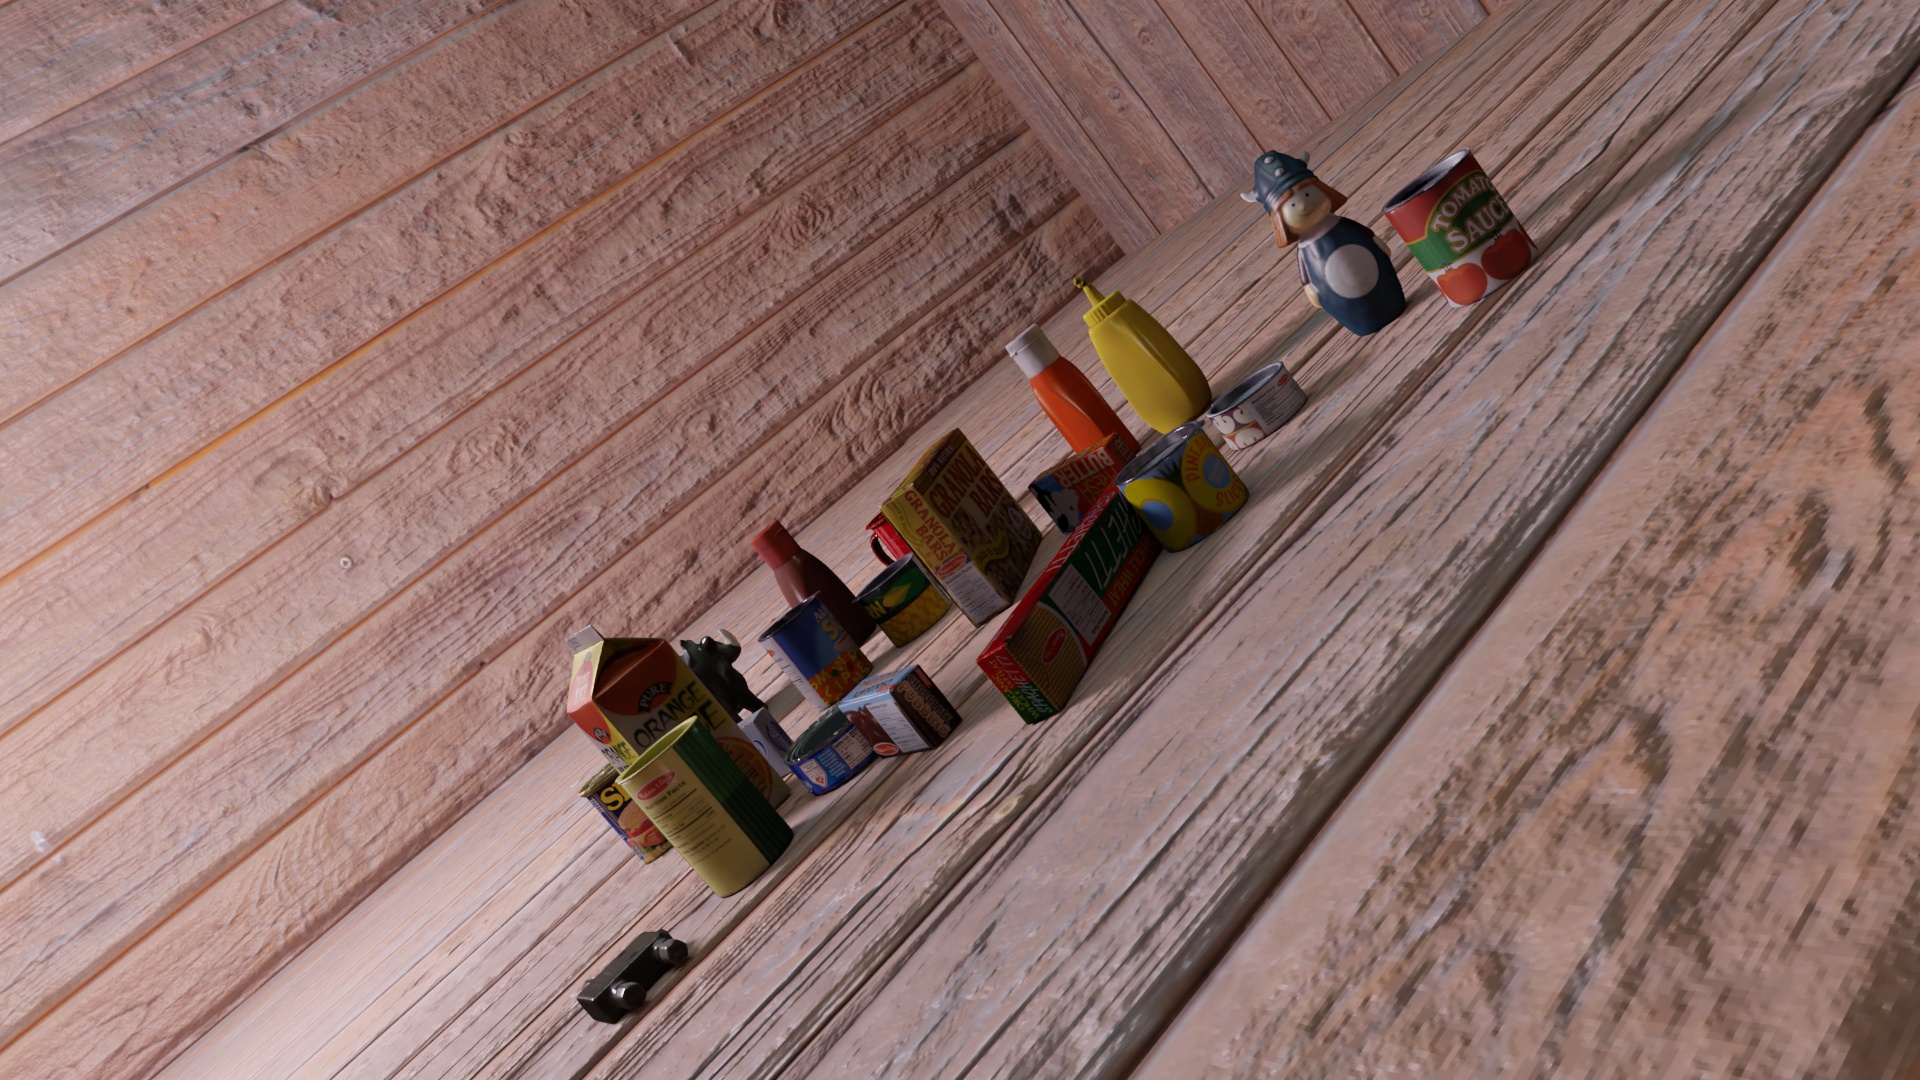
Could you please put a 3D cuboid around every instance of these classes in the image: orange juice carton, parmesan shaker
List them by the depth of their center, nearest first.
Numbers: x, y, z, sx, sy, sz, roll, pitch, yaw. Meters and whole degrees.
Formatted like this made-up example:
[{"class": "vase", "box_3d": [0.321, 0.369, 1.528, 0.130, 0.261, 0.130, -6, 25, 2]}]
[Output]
[{"class": "parmesan shaker", "box_3d": [-0.170, 0.178, 0.921, 0.071, 0.103, 0.071, -38, 8, 6]}, {"class": "orange juice carton", "box_3d": [-0.221, 0.141, 1.029, 0.073, 0.192, 0.071, -43, 9, -31]}]

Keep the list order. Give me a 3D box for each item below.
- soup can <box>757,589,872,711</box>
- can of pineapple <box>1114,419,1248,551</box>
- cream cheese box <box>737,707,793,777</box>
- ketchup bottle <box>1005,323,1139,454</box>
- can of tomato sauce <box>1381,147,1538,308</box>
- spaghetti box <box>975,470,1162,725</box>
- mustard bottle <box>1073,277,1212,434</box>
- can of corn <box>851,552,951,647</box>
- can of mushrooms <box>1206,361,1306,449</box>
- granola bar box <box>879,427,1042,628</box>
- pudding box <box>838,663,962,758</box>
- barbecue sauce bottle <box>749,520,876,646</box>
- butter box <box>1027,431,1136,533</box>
[{"class": "soup can", "box_3d": [-0.126, 0.098, 1.235, 0.071, 0.083, 0.071, -38, 8, 6]}, {"class": "can of pineapple", "box_3d": [0.143, -0.035, 0.890, 0.071, 0.058, 0.071, -38, 8, 6]}, {"class": "cream cheese box", "box_3d": [-0.179, 0.180, 1.124, 0.103, 0.053, 0.024, -33, 9, 31]}, {"class": "ketchup bottle", "box_3d": [0.100, -0.129, 1.274, 0.044, 0.148, 0.064, -42, 8, -23]}, {"class": "can of tomato sauce", "box_3d": [0.332, -0.206, 0.920, 0.071, 0.083, 0.071, -38, 8, 6]}, {"class": "spaghetti box", "box_3d": [0.082, 0.023, 0.865, 0.028, 0.050, 0.251, -33, 10, 37]}, {"class": "mustard bottle", "box_3d": [0.154, -0.171, 1.224, 0.065, 0.160, 0.049, -31, 11, 44]}, {"class": "can of corn", "box_3d": [-0.052, 0.055, 1.241, 0.071, 0.058, 0.071, -38, 8, 6]}, {"class": "can of mushrooms", "box_3d": [0.214, -0.097, 1.009, 0.071, 0.033, 0.071, -37, 8, 6]}, {"class": "granola bar box", "box_3d": [0.004, -0.014, 1.145, 0.039, 0.124, 0.166, -35, 9, 21]}, {"class": "pudding box", "box_3d": [-0.041, 0.112, 0.908, 0.030, 0.049, 0.083, -43, 9, -30]}, {"class": "barbecue sauce bottle", "box_3d": [-0.150, 0.047, 1.387, 0.043, 0.148, 0.065, -32, 10, 39]}, {"class": "butter box", "box_3d": [0.105, -0.046, 1.129, 0.024, 0.053, 0.103, -45, 10, -38]}]
